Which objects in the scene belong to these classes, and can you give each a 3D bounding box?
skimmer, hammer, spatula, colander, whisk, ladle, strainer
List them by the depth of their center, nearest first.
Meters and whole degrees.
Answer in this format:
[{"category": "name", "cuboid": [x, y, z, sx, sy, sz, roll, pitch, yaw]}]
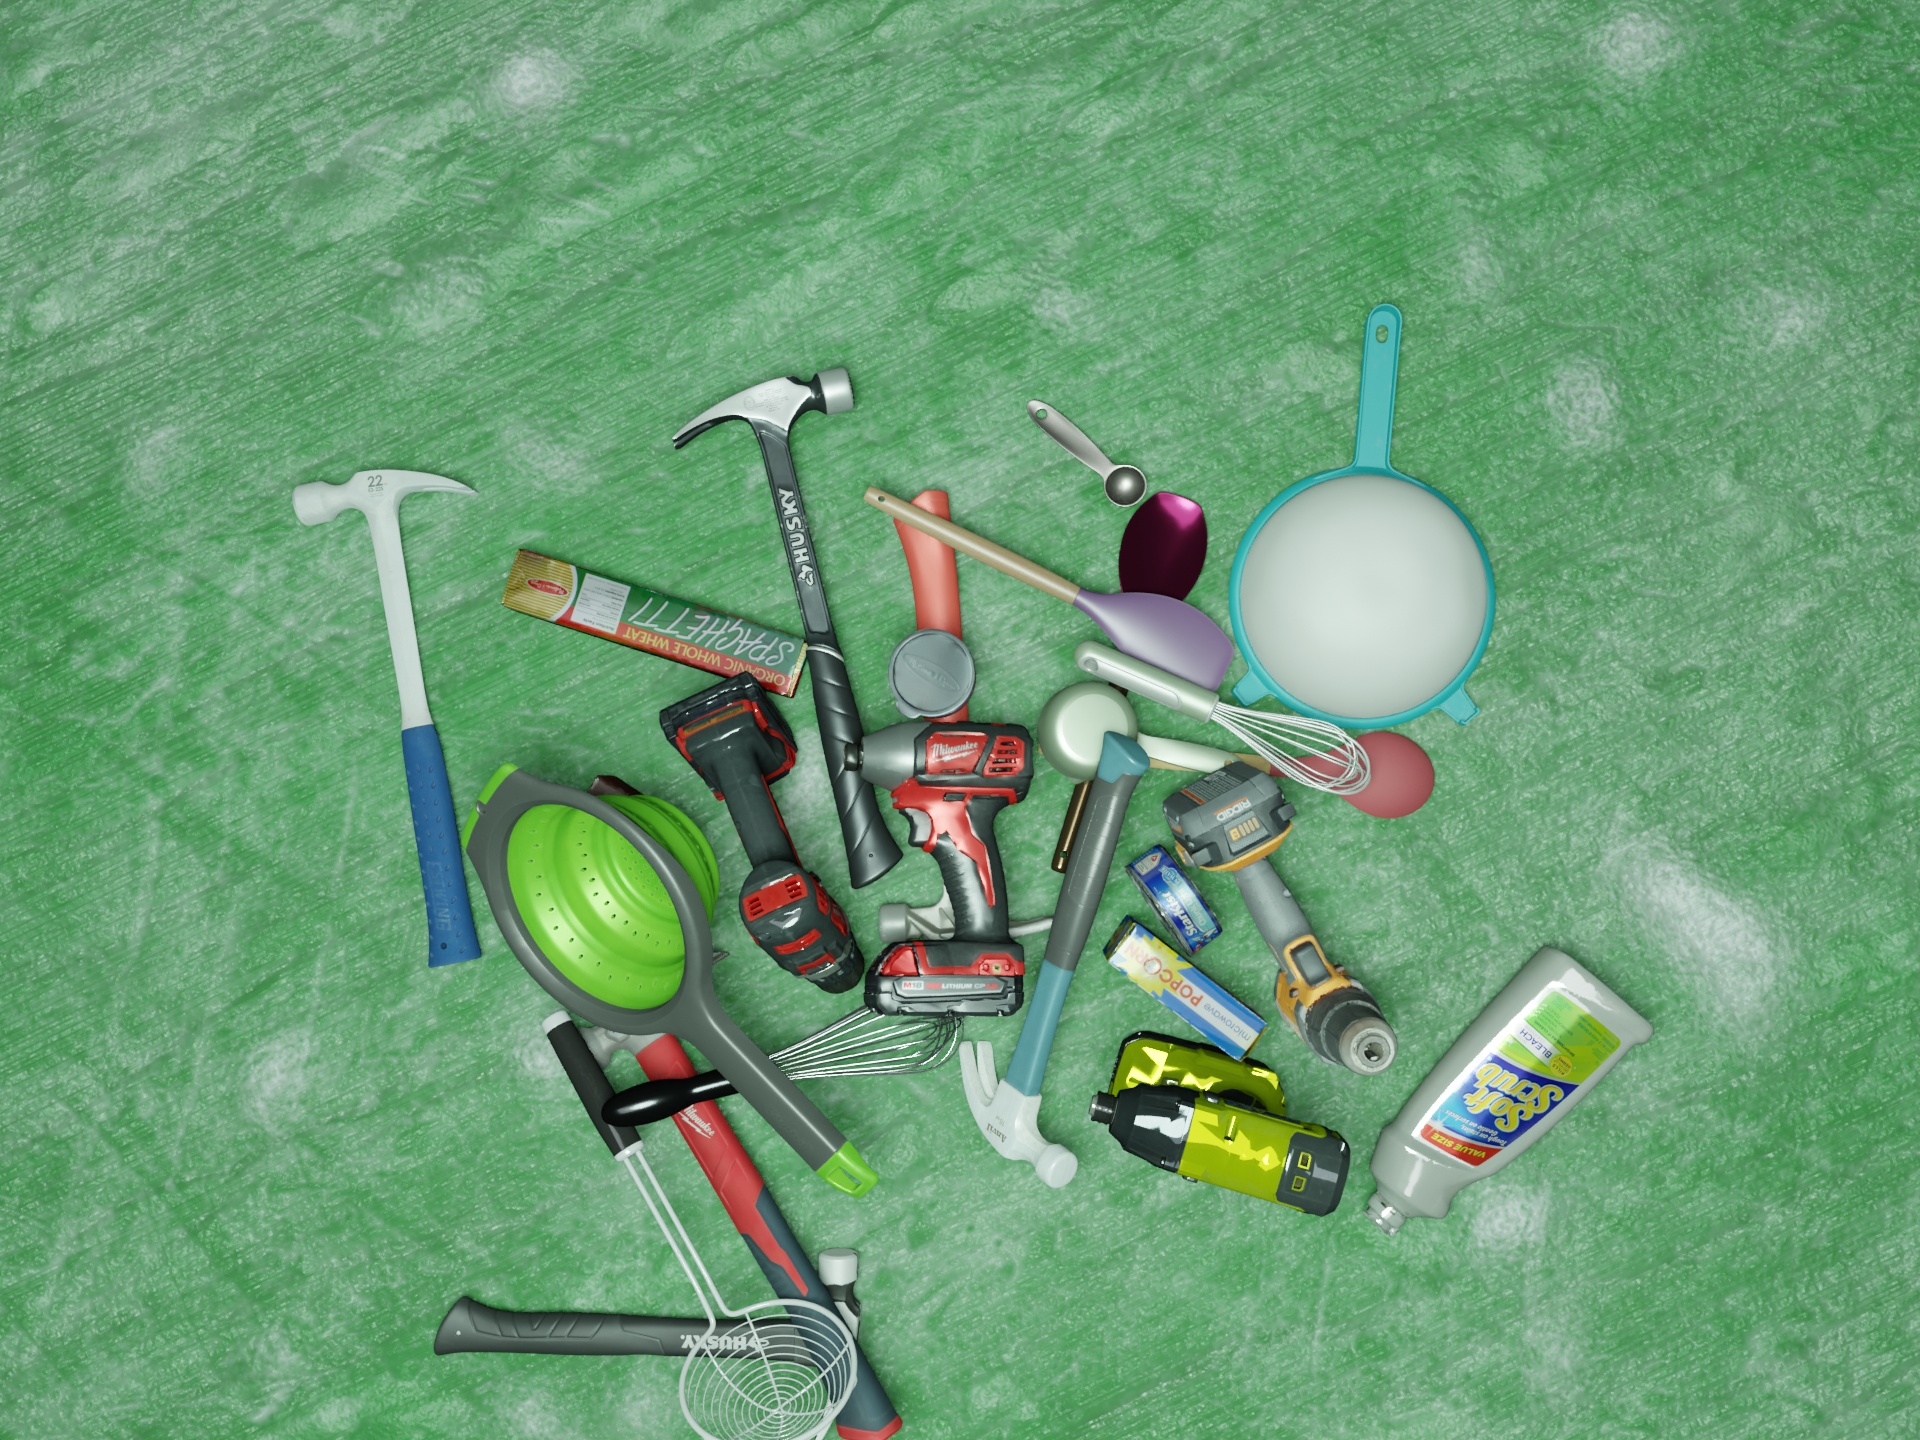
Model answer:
[{"category": "colander", "cuboid": [-0.188, 0.178, 1.163, 0.397, 0.094, 0.204, 45, 129, 6]}, {"category": "skimmer", "cuboid": [-0.208, 0.361, 1.165, 0.127, 0.090, 0.363, -26, 73, -30]}, {"category": "hammer", "cuboid": [0.079, 0.171, 1.195, 0.128, 0.033, 0.331, 25, 102, 48]}, {"category": "whisk", "cuboid": [-0.131, 0.261, 1.208, 0.284, 0.070, 0.070, -13, 86, -14]}, {"category": "hammer", "cuboid": [-0.147, 0.367, 1.223, 0.143, 0.038, 0.386, -34, 77, -1]}, {"category": "whisk", "cuboid": [0.201, -0.005, 1.225, 0.246, 0.057, 0.059, 24, 48, 7]}, {"category": "strainer", "cuboid": [0.324, -0.164, 1.233, 0.211, 0.095, 0.340, 5, 88, 3]}, {"category": "hammer", "cuboid": [-0.246, 0.488, 1.248, 0.335, 0.035, 0.146, 0, 86, 3]}, {"category": "hammer", "cuboid": [-0.116, -0.070, 1.248, 0.149, 0.036, 0.409, -13, 84, -6]}, {"category": "spatula", "cuboid": [0.069, -0.111, 1.248, 0.316, 0.018, 0.060, 25, 85, -1]}, {"category": "ladle", "cuboid": [0.219, 0.033, 1.261, 0.315, 0.031, 0.069, 5, 80, 4]}, {"category": "hammer", "cuboid": [-0.002, -0.004, 1.266, 0.149, 0.036, 0.359, -4, 87, 2]}, {"category": "hammer", "cuboid": [-0.435, -0.006, 1.285, 0.144, 0.035, 0.405, -11, 86, 2]}]

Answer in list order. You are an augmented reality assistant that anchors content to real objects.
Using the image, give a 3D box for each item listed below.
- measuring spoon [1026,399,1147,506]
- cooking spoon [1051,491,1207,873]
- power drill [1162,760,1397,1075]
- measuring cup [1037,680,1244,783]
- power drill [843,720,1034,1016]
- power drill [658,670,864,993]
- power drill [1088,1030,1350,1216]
[{"category": "measuring spoon", "cuboid": [0.101, -0.217, 1.289, 0.124, 0.018, 0.034, 43, 89, 11]}, {"category": "cooking spoon", "cuboid": [0.126, -0.031, 1.259, 0.069, 0.017, 0.319, 19, 81, 0]}, {"category": "power drill", "cuboid": [0.239, 0.150, 1.161, 0.084, 0.185, 0.226, -28, 93, 1]}, {"category": "measuring cup", "cuboid": [0.143, 0.017, 1.225, 0.167, 0.038, 0.083, 13, 82, -4]}, {"category": "power drill", "cuboid": [-0.018, 0.108, 1.185, 0.143, 0.078, 0.220, 2, 81, -9]}, {"category": "power drill", "cuboid": [-0.139, 0.096, 1.208, 0.080, 0.187, 0.227, -25, 62, 0]}, {"category": "power drill", "cuboid": [0.173, 0.285, 1.147, 0.171, 0.223, 0.080, 16, 87, 3]}]
